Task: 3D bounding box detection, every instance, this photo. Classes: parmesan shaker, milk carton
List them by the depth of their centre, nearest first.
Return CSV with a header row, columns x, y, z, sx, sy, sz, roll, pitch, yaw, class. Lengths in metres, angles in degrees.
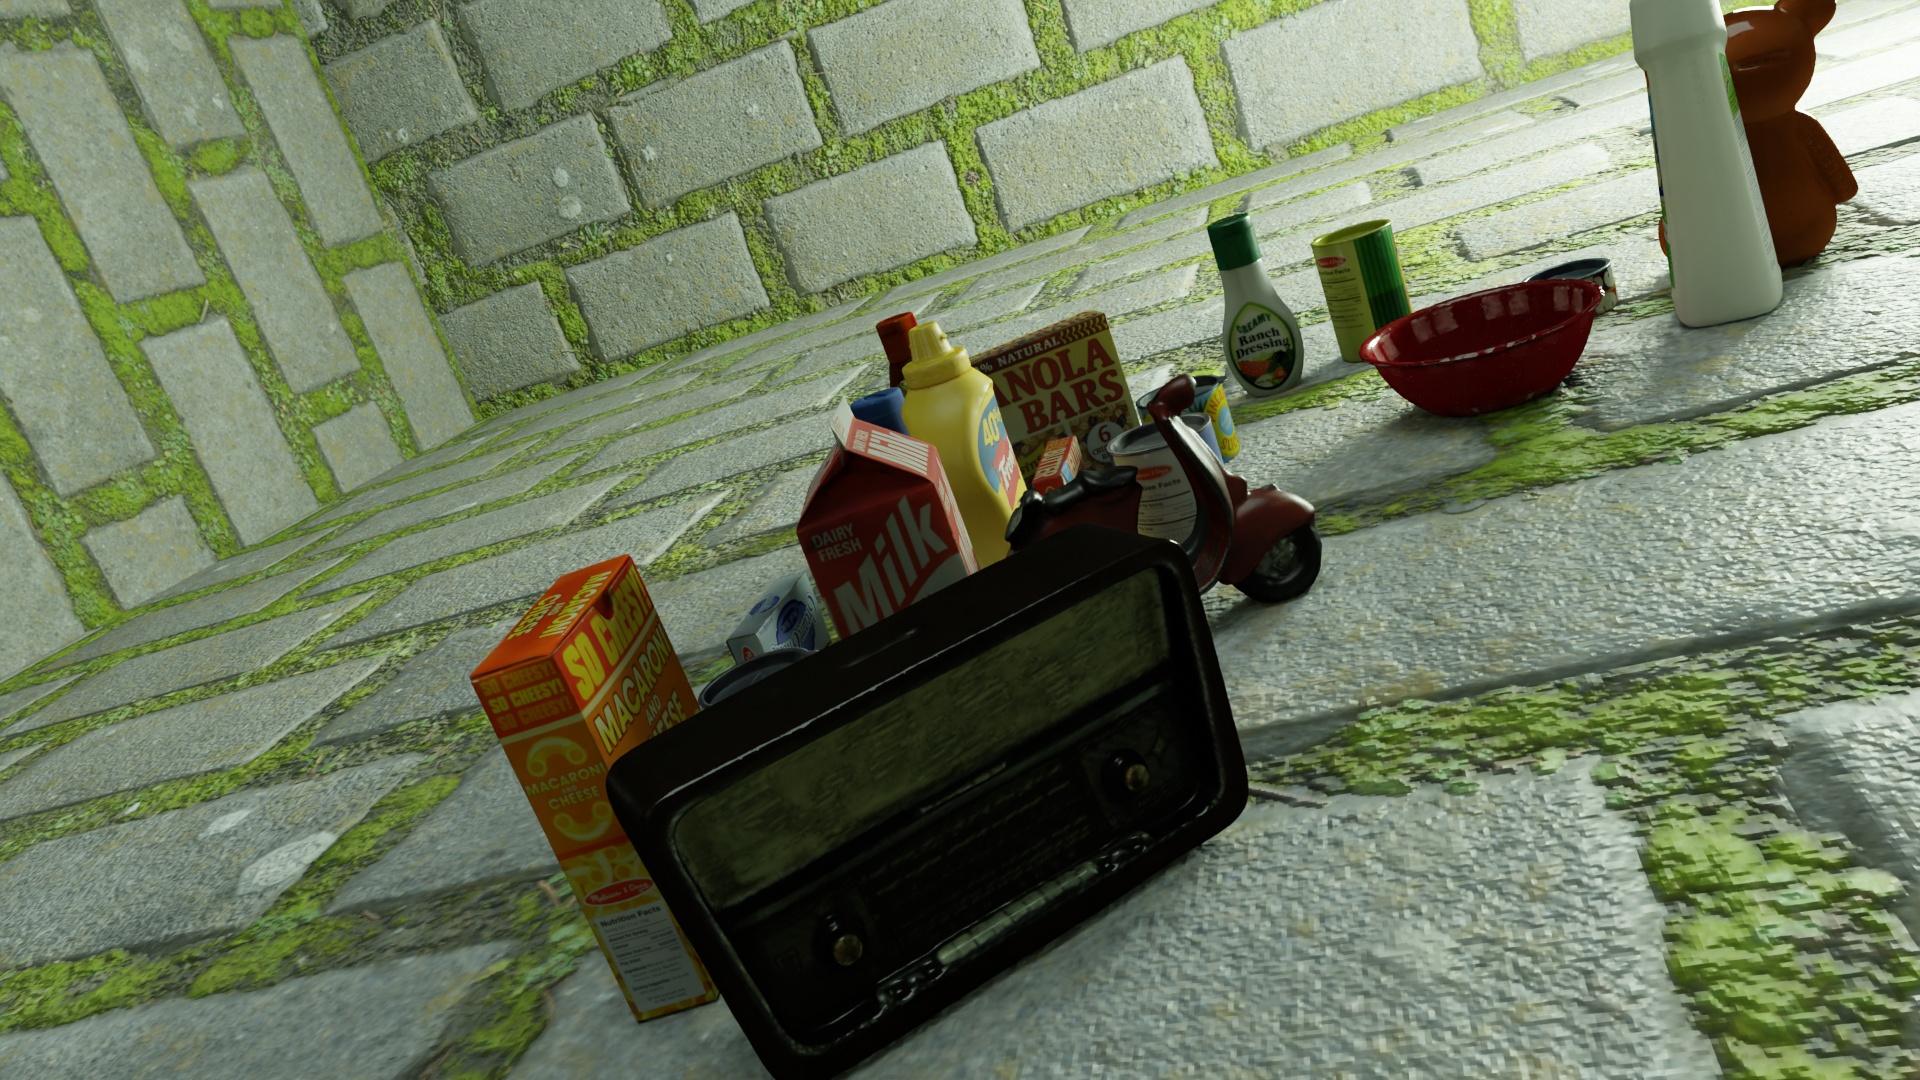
x,y,z,sx,sy,sz,roll,pitch,yaw,class
-0.028,0.021,0.699,0.073,0.190,0.072,-19,16,5,milk carton
0.337,-0.208,1.160,0.071,0.102,0.071,-18,16,6,parmesan shaker

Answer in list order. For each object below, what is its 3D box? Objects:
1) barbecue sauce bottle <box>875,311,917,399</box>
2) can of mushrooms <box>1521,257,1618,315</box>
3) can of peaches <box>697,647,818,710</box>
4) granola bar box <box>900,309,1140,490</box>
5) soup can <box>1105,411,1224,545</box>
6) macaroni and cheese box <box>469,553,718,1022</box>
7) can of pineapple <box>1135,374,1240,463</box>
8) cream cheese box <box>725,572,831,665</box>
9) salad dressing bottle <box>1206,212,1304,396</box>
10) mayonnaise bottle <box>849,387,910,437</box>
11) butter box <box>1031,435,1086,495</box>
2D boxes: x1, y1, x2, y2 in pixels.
x,y,z,sx,sy,sz,roll,pitch,yaw,class
-0.036,-0.134,1.275,0.065,0.148,0.044,-11,18,29,barbecue sauce bottle
0.471,-0.192,1.076,0.071,0.033,0.071,-18,16,6,can of mushrooms
-0.101,0.099,0.767,0.071,0.058,0.071,-18,16,6,can of peaches
0.051,-0.094,1.089,0.166,0.124,0.039,-22,16,-6,granola bar box
0.135,-0.030,0.859,0.071,0.083,0.071,-18,16,6,soup can
-0.143,0.103,0.613,0.040,0.166,0.124,-18,16,7,macaroni and cheese box
0.172,-0.086,1.041,0.071,0.057,0.071,-18,16,6,can of pineapple
-0.116,0.065,0.903,0.024,0.053,0.104,-15,17,16,cream cheese box
0.241,-0.194,1.148,0.064,0.147,0.044,-15,17,19,salad dressing bottle
-0.032,-0.028,0.934,0.041,0.147,0.065,-28,18,-27,mayonnaise bottle
0.075,-0.036,1.003,0.024,0.053,0.104,-16,17,15,butter box
